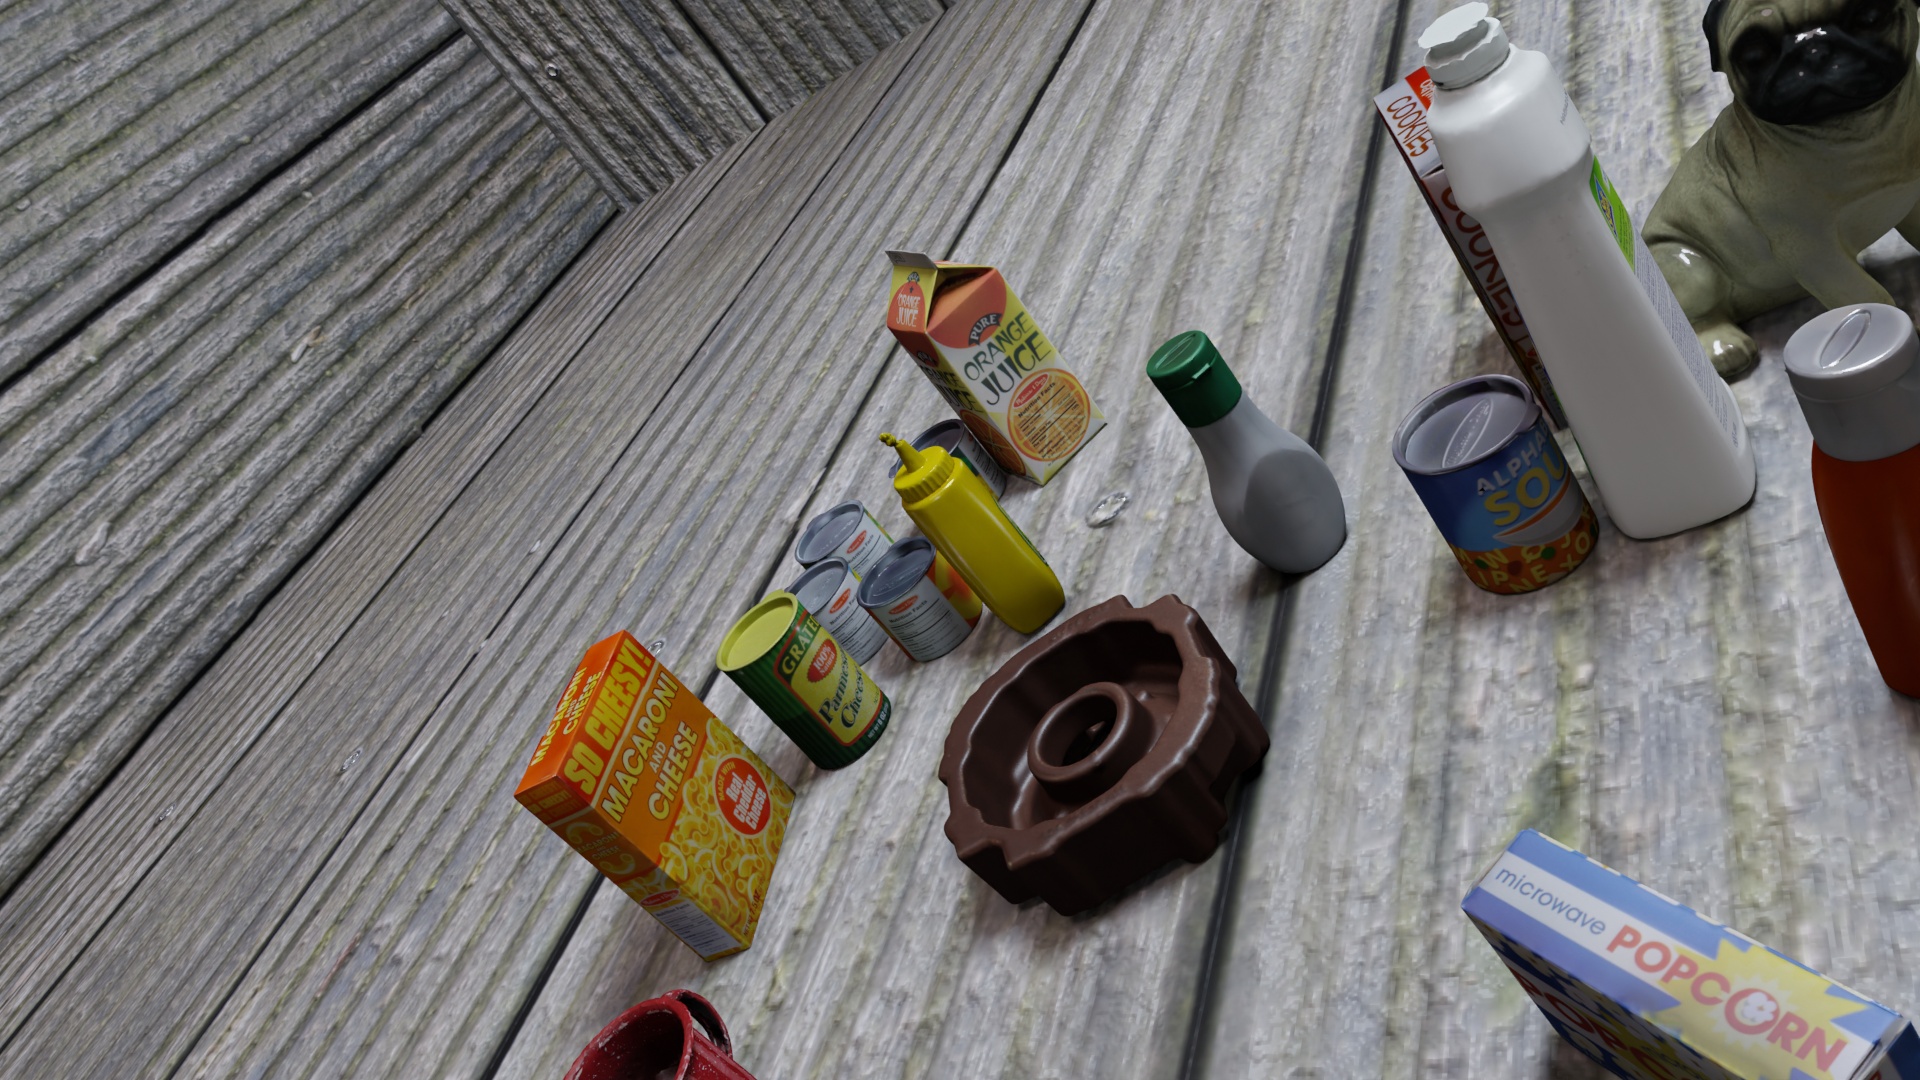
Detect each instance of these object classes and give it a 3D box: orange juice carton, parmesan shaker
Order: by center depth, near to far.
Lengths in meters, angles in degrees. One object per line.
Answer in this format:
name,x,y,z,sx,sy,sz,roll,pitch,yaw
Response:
parmesan shaker,-0.100,0.091,0.907,0.071,0.103,0.072,-31,28,18
orange juice carton,0.016,-0.136,1.010,0.073,0.192,0.072,-45,26,-10

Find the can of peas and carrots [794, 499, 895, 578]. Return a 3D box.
can of peas and carrots,-0.084,0.012,1.059,0.071,0.058,0.071,-31,28,18

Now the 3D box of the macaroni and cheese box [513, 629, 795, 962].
macaroni and cheese box,-0.179,0.154,0.839,0.040,0.166,0.124,-26,29,26

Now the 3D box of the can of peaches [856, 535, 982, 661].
can of peaches,-0.027,0.039,0.945,0.071,0.058,0.071,-31,28,18

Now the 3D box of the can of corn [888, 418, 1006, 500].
can of corn,-0.010,-0.048,1.057,0.071,0.058,0.071,-31,28,18

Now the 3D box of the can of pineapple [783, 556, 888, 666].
can of pineapple,-0.091,0.054,1.004,0.071,0.057,0.071,-31,28,18

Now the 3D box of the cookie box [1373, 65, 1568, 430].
cookie box,0.281,-0.157,0.728,0.040,0.167,0.123,-29,28,21

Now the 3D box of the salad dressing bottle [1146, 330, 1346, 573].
salad dressing bottle,0.153,-0.047,0.744,0.064,0.147,0.044,-42,26,-4

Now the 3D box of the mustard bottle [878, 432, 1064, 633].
mustard bottle,0.003,-0.011,0.868,0.049,0.160,0.065,-41,26,-2

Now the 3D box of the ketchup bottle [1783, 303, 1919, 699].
ketchup bottle,0.322,-0.013,0.473,0.065,0.148,0.043,-49,27,-17

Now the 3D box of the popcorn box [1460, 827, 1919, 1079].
popcorn box,0.224,0.147,0.420,0.038,0.085,0.127,-45,27,-10

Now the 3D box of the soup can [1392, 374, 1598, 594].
soup can,0.254,-0.026,0.653,0.071,0.083,0.072,-31,28,18
